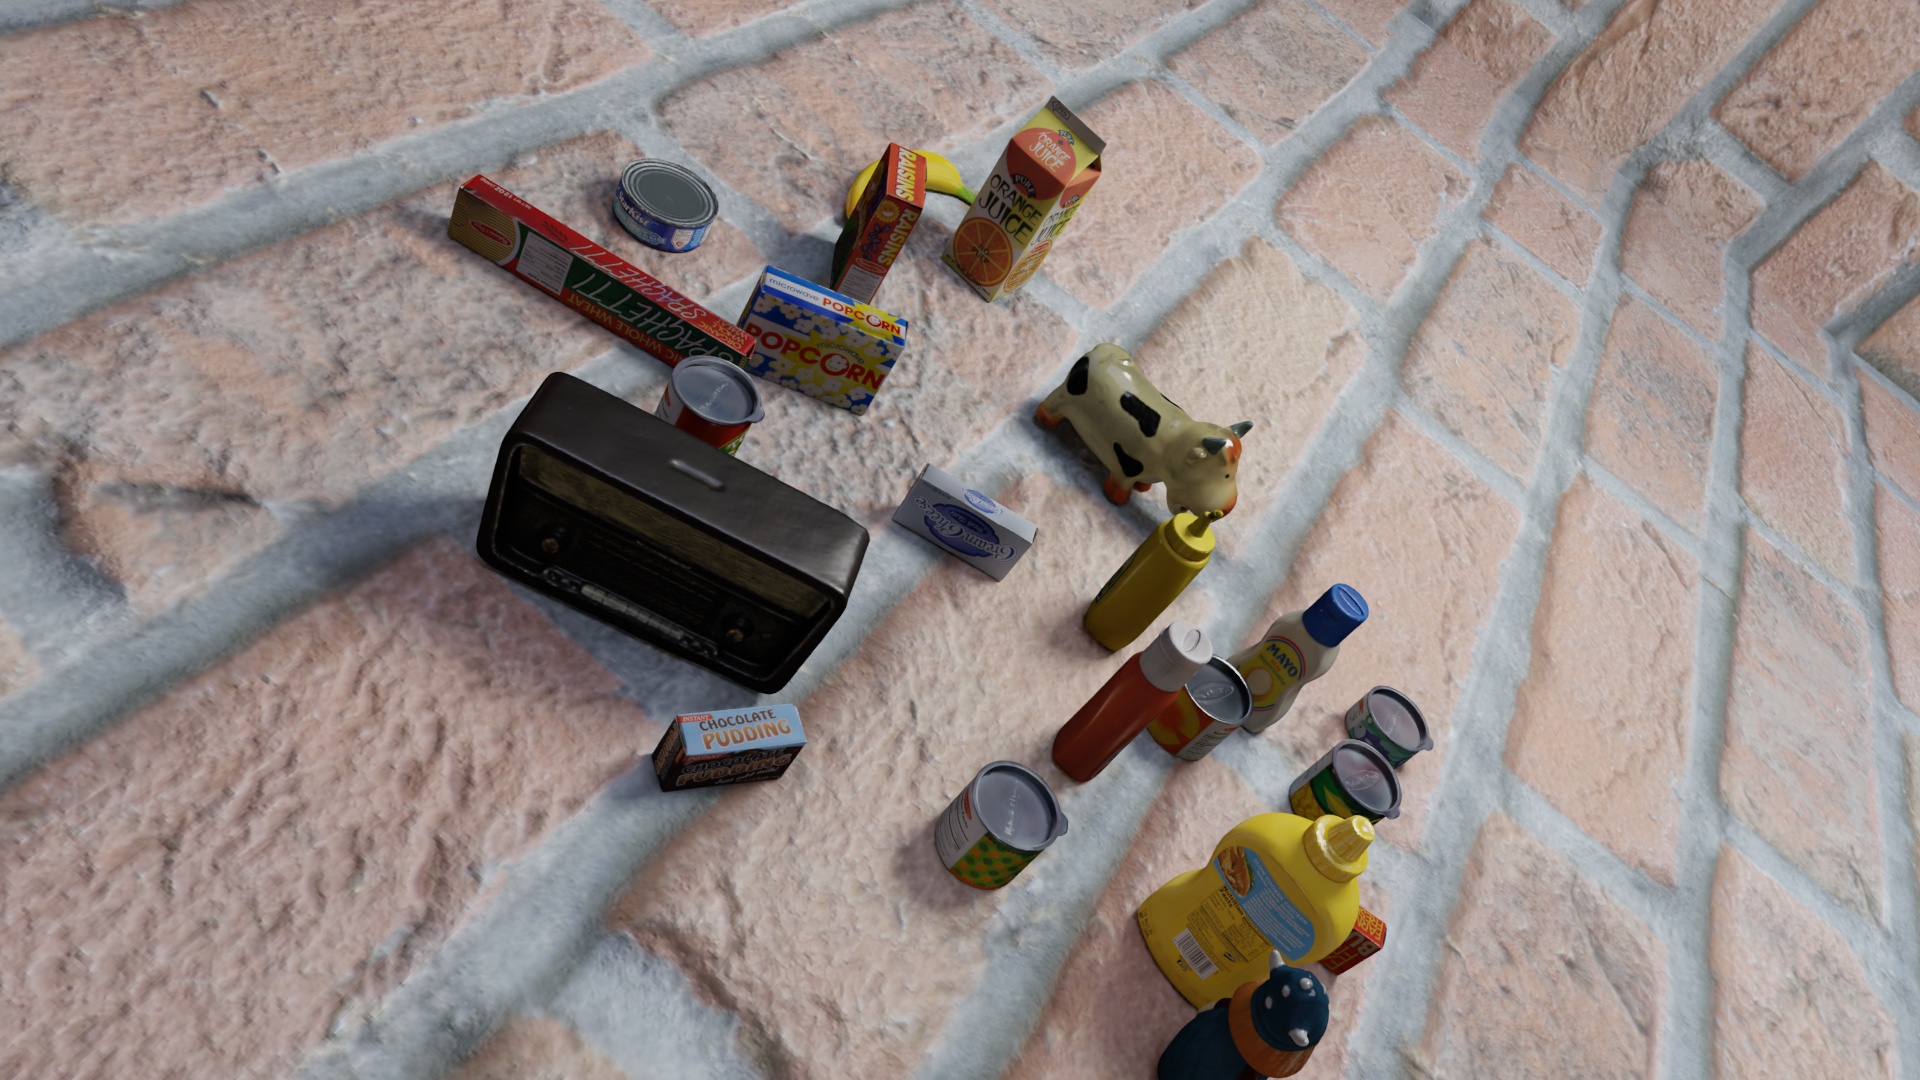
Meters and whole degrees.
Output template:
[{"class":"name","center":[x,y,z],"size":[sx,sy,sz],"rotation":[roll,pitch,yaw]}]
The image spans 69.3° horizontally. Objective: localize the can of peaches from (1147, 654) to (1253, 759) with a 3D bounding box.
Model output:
[{"class":"can of peaches","center":[0.184,0.128,1.087],"size":[0.071,0.057,0.071],"rotation":[19,44,-19]}]

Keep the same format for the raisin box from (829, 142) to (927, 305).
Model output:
[{"class":"raisin box","center":[-0.073,-0.280,1.243],"size":[0.040,0.122,0.086],"rotation":[20,43,-18]}]

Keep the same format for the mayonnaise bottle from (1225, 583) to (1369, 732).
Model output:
[{"class":"mayonnaise bottle","center":[0.265,0.091,1.109],"size":[0.041,0.147,0.065],"rotation":[-21,66,-45]}]

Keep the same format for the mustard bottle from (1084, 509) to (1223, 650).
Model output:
[{"class":"mustard bottle","center":[0.157,0.022,1.090],"size":[0.049,0.159,0.066],"rotation":[39,41,2]}]

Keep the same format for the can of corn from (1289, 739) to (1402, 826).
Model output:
[{"class":"can of corn","center":[0.306,0.203,1.100],"size":[0.071,0.058,0.071],"rotation":[19,44,-19]}]

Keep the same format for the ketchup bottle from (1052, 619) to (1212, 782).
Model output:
[{"class":"ketchup bottle","center":[0.123,0.112,0.990],"size":[0.043,0.148,0.065],"rotation":[40,41,4]}]

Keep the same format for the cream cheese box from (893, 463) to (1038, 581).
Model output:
[{"class":"cream cheese box","center":[0.004,-0.014,1.100],"size":[0.104,0.053,0.024],"rotation":[30,41,-7]}]

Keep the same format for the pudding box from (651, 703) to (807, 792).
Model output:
[{"class":"pudding box","center":[-0.144,0.129,0.867],"size":[0.084,0.049,0.030],"rotation":[-1,53,-35]}]

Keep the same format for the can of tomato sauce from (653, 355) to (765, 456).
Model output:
[{"class":"can of tomato sauce","center":[-0.188,-0.081,1.008],"size":[0.071,0.082,0.071],"rotation":[19,44,-19]}]

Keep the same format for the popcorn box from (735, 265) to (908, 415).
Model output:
[{"class":"popcorn box","center":[-0.117,-0.162,1.131],"size":[0.127,0.084,0.038],"rotation":[19,43,-19]}]

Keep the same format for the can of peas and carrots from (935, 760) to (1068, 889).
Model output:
[{"class":"can of peas and carrots","center":[0.027,0.190,0.920],"size":[0.071,0.058,0.071],"rotation":[19,44,-19]}]

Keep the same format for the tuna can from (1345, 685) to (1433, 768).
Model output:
[{"class":"tuna can","center":[0.371,0.163,1.202],"size":[0.071,0.032,0.071],"rotation":[19,44,-19]}]

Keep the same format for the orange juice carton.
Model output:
[{"class":"orange juice carton","center":[0.066,-0.327,1.331],"size":[0.072,0.191,0.073],"rotation":[44,41,9]}]

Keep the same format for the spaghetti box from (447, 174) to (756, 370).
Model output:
[{"class":"spaghetti box","center":[-0.276,-0.196,1.080],"size":[0.250,0.050,0.029],"rotation":[30,41,-7]}]

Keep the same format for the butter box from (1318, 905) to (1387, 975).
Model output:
[{"class":"butter box","center":[0.250,0.268,1.005],"size":[0.103,0.052,0.024],"rotation":[36,41,-1]}]
